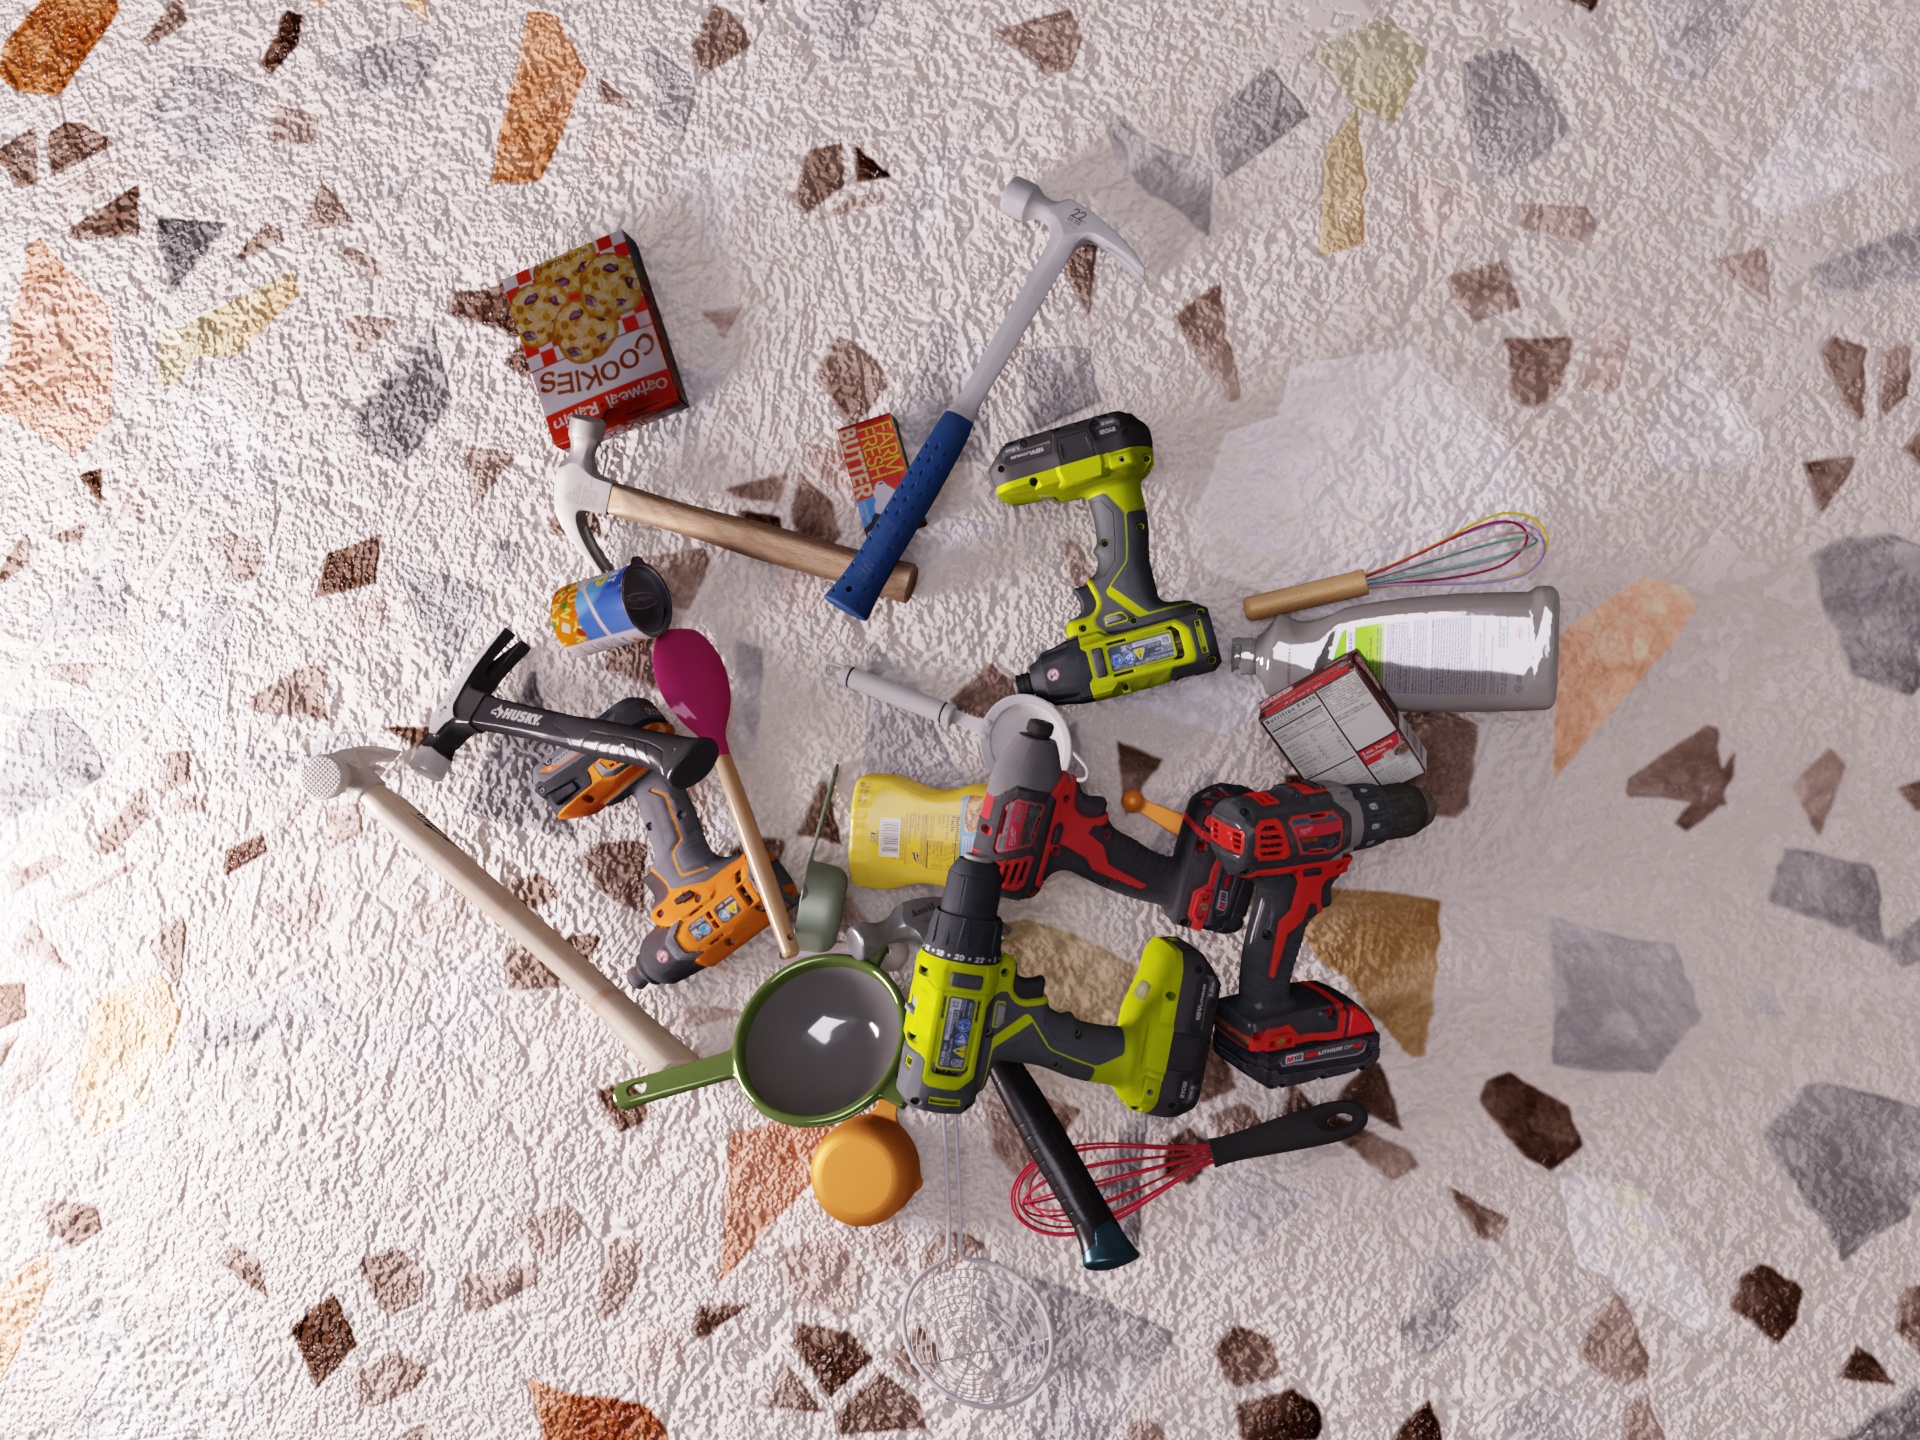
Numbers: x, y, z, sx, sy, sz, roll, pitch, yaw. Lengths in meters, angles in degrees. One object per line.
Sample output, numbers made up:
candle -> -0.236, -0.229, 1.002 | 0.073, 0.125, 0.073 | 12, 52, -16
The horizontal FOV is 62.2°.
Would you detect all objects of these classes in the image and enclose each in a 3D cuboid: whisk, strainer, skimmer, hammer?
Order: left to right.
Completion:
hammer -> -0.385, 0.168, 1.380 | 0.410, 0.146, 0.038 | 42, 94, 1
hammer -> -0.323, 0.004, 1.322 | 0.335, 0.035, 0.146 | 9, 65, 38
hammer -> -0.199, -0.161, 1.390 | 0.331, 0.031, 0.130 | 17, 106, 6
strainer -> -0.158, 0.289, 1.321 | 0.256, 0.069, 0.152 | -17, 53, 6
strainer -> -0.002, -0.004, 1.350 | 0.258, 0.050, 0.087 | 21, 109, 16
skimmer -> 0.005, 0.360, 1.292 | 0.127, 0.090, 0.363 | 0, 81, -23
hammer -> 0.010, -0.264, 1.351 | 0.144, 0.035, 0.405 | 29, 85, 11
hammer -> 0.039, 0.284, 1.263 | 0.128, 0.033, 0.331 | -18, 65, -31
whisk -> 0.184, 0.354, 1.280 | 0.296, 0.073, 0.073 | -15, 83, 2
whisk -> 0.352, -0.122, 1.298 | 0.245, 0.051, 0.047 | -13, 118, 13

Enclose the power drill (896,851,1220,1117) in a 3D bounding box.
power drill -> 0.074, 0.207, 1.209 | 0.228, 0.080, 0.190 | 10, 93, -13

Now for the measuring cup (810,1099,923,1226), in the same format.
measuring cup -> -0.069, 0.336, 1.325 | 0.095, 0.052, 0.173 | 16, 89, 11

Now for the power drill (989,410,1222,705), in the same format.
power drill -> 0.107, -0.129, 1.324 | 0.171, 0.080, 0.223 | -15, 86, 10

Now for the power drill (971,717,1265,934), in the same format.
power drill -> 0.124, 0.084, 1.261 | 0.219, 0.078, 0.143 | 12, 100, -7

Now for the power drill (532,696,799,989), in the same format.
power drill -> -0.266, 0.112, 1.367 | 0.164, 0.084, 0.226 | -37, 84, 6

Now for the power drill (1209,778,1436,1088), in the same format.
power drill -> 0.280, 0.154, 1.229 | 0.188, 0.080, 0.226 | -6, 104, -23

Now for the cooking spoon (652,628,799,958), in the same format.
cooking spoon -> -0.192, 0.054, 1.340 | 0.017, 0.068, 0.319 | -48, 57, 46

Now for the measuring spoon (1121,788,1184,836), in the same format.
measuring spoon -> 0.187, 0.089, 1.322 | 0.117, 0.011, 0.021 | 27, 90, 10

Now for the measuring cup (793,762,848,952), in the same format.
measuring cup -> -0.108, 0.116, 1.347 | 0.038, 0.083, 0.168 | 13, 67, -3

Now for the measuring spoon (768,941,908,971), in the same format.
measuring spoon -> -0.106, 0.200, 1.361 | 0.124, 0.018, 0.034 | -3, 85, 10
